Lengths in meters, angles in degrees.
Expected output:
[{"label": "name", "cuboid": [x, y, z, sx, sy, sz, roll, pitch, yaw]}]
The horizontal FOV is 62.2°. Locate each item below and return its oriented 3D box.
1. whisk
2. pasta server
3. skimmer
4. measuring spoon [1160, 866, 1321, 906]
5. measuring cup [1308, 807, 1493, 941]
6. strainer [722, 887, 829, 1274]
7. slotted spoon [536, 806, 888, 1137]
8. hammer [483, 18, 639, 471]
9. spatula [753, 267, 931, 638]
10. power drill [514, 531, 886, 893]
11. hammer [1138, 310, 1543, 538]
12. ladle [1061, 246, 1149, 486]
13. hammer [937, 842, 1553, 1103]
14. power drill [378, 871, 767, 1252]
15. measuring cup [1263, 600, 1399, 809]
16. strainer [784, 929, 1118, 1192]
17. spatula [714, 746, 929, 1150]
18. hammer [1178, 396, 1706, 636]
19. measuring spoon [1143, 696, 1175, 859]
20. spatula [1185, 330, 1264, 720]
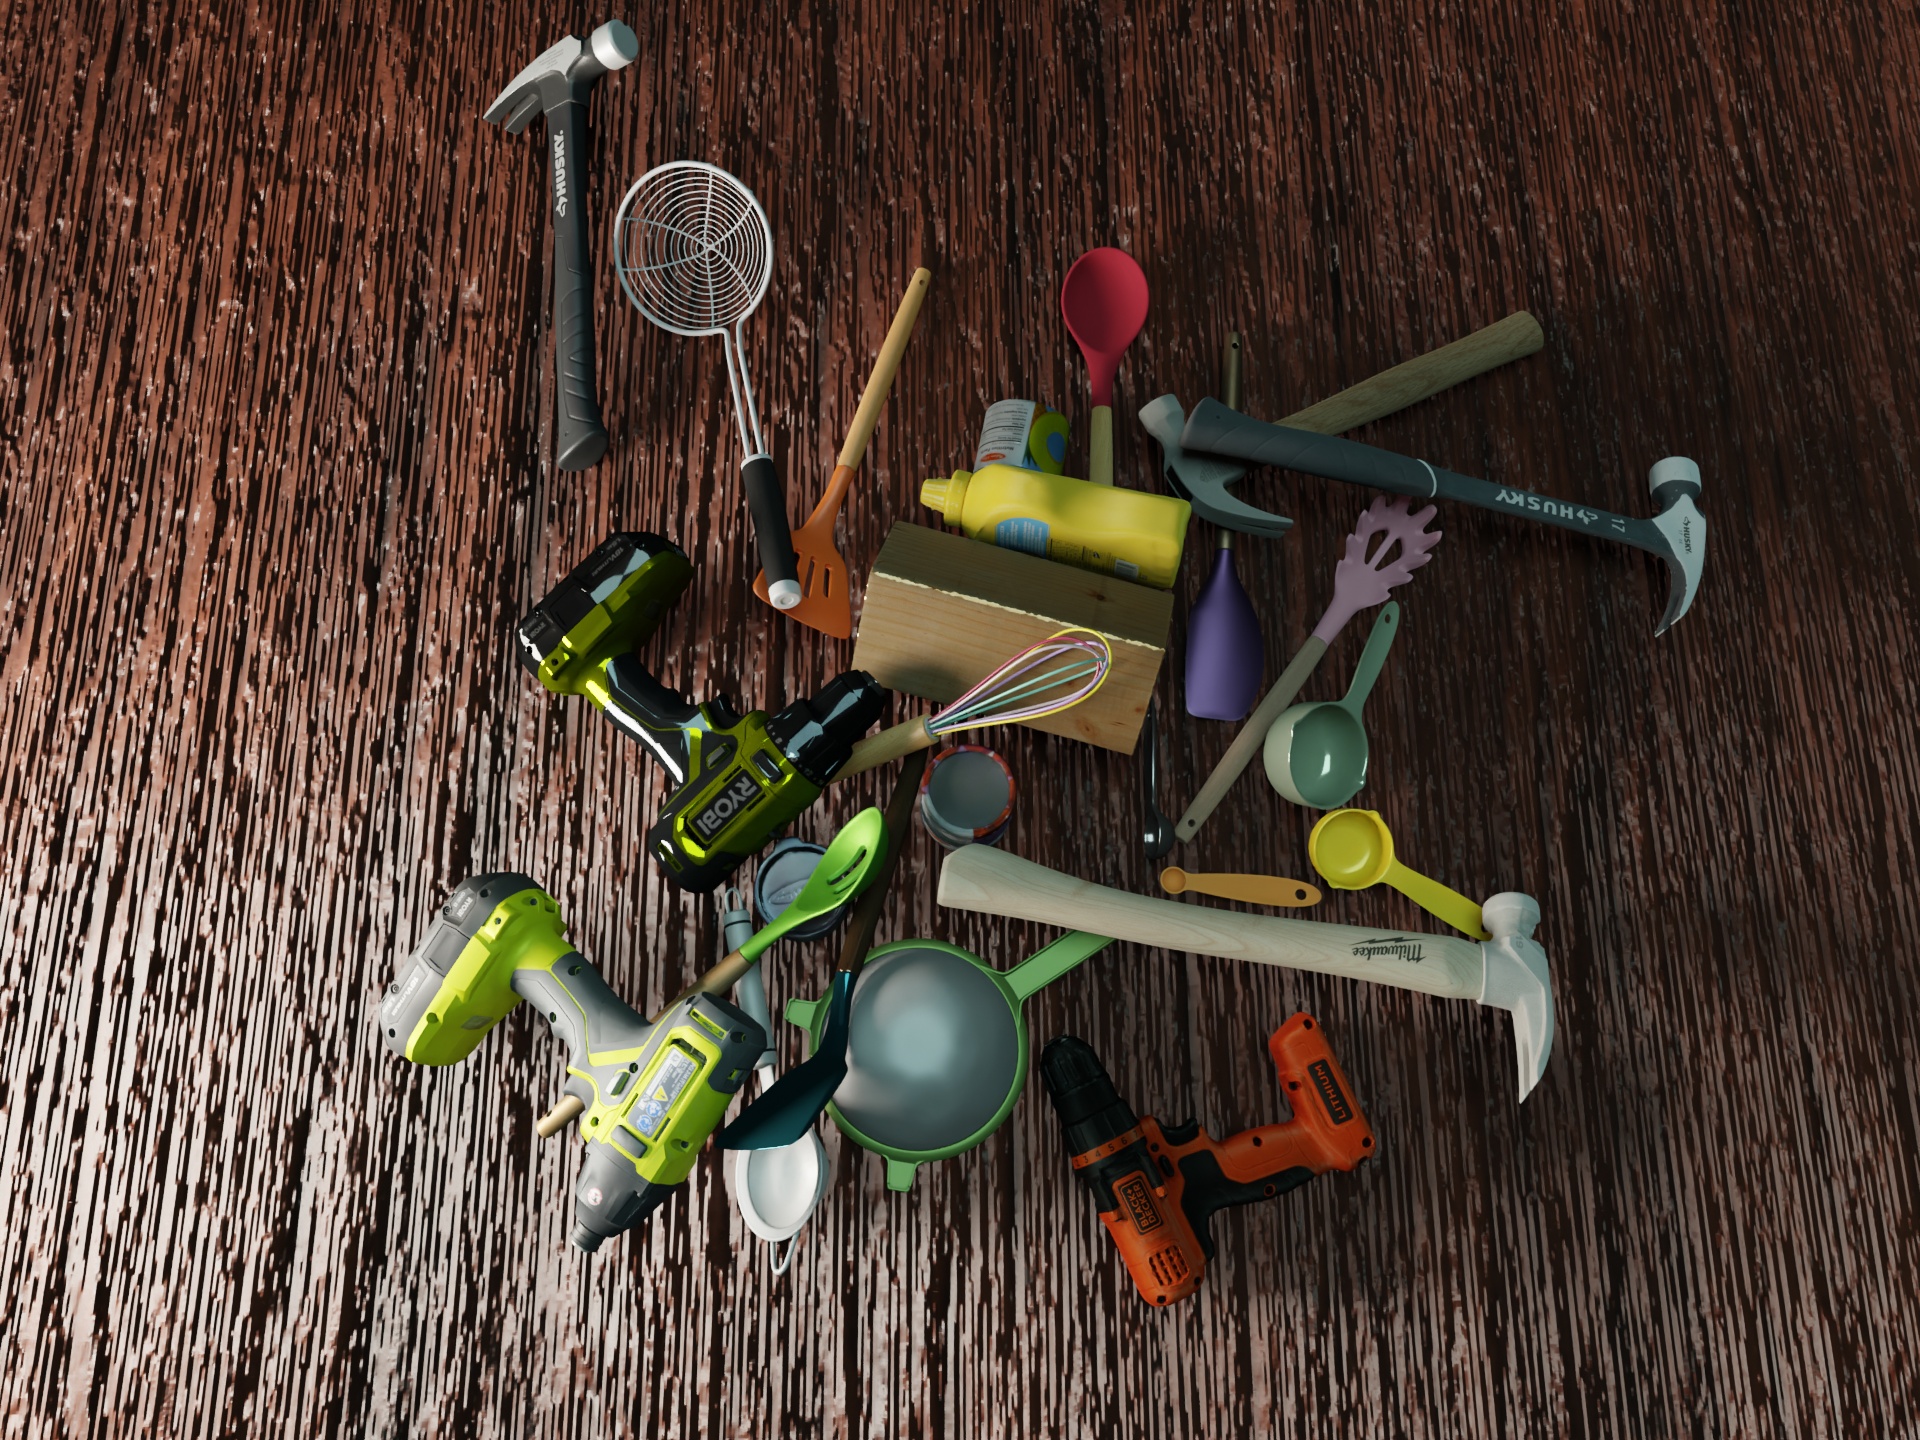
[{"label": "whisk", "cuboid": [-0.002, -0.005, 1.087, 0.245, 0.051, 0.047, -22, 93, 27]}, {"label": "pasta server", "cuboid": [0.249, -0.039, 1.164, 0.060, 0.040, 0.316, 36, 76, 6]}, {"label": "skimmer", "cuboid": [-0.174, -0.248, 1.158, 0.127, 0.090, 0.364, -23, 61, 16]}, {"label": "measuring spoon", "cuboid": [0.199, 0.120, 1.130, 0.117, 0.011, 0.021, 6, 72, -4]}, {"label": "measuring cup", "cuboid": [0.317, 0.115, 1.130, 0.156, 0.029, 0.062, 30, 89, -6]}, {"label": "strainer", "cuboid": [-0.128, 0.234, 1.065, 0.087, 0.050, 0.259, -29, 66, 35]}, {"label": "slotted spoon", "cuboid": [-0.162, 0.172, 1.058, 0.314, 0.070, 0.031, -41, 116, 2]}, {"label": "hammer", "cuboid": [-0.302, -0.356, 1.220, 0.146, 0.035, 0.335, -10, 80, 34]}, {"label": "spatula", "cuboid": [-0.074, -0.212, 1.203, 0.081, 0.041, 0.323, 27, 70, -22]}, {"label": "power drill", "cuboid": [-0.180, -0.021, 1.105, 0.190, 0.080, 0.228, -43, 79, 5]}, {"label": "hammer", "cuboid": [0.307, -0.240, 1.218, 0.331, 0.031, 0.130, -24, 80, -13]}, {"label": "ladle", "cuboid": [0.109, -0.215, 1.218, 0.069, 0.031, 0.315, 2, 75, 1]}, {"label": "hammer", "cuboid": [0.187, 0.151, 1.065, 0.410, 0.038, 0.146, 9, 49, 3]}, {"label": "power drill", "cuboid": [-0.255, 0.213, 1.019, 0.223, 0.080, 0.171, 31, 86, 21]}, {"label": "measuring cup", "cuboid": [0.270, -0.014, 1.144, 0.083, 0.038, 0.168, 36, 72, -28]}, {"label": "strainer", "cuboid": [0.017, 0.189, 1.070, 0.256, 0.069, 0.151, -31, 77, -9]}, {"label": "spatula", "cuboid": [-0.074, 0.140, 1.055, 0.044, 0.082, 0.318, 38, 54, -32]}, {"label": "hammer", "cuboid": [0.357, -0.168, 1.167, 0.409, 0.036, 0.149, 12, 62, -7]}, {"label": "measuring spoon", "cuboid": [0.143, 0.040, 1.142, 0.018, 0.034, 0.124, 5, 68, -11]}, {"label": "spatula", "cuboid": [0.204, -0.152, 1.206, 0.059, 0.018, 0.316, 6, 74, -5]}]
